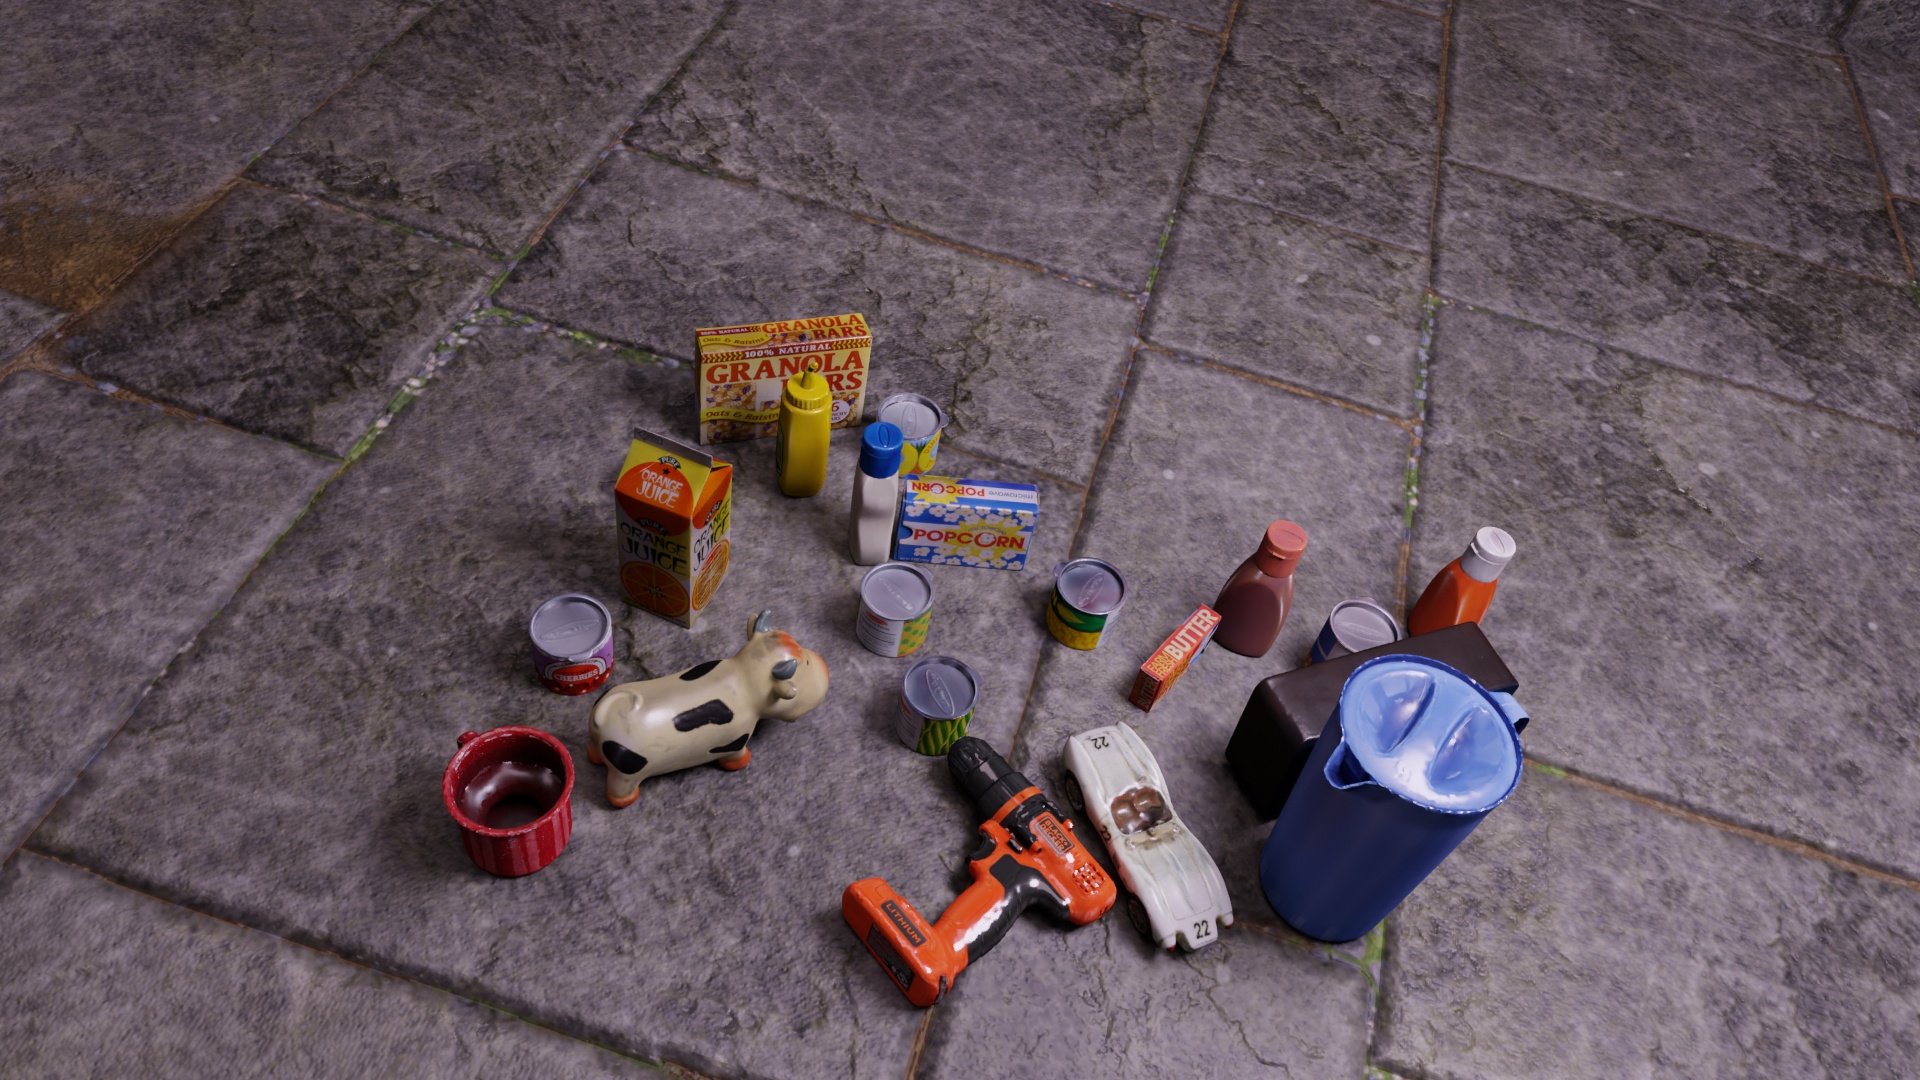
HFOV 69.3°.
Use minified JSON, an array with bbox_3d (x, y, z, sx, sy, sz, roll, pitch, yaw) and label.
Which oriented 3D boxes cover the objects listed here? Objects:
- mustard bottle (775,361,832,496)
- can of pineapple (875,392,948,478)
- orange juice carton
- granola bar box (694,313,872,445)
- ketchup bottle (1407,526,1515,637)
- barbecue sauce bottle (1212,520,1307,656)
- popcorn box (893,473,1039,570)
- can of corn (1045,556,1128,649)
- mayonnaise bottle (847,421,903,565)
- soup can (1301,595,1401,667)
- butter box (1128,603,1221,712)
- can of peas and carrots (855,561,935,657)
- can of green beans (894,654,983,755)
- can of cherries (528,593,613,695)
[{"bbox_3d":[-0.147,-0.111,1.306,0.049,0.159,0.065,-2,50,-13],"label":"mustard bottle"},{"bbox_3d":[-0.052,-0.104,1.387,0.071,0.057,0.071,6,49,-6],"label":"can of pineapple"},{"bbox_3d":[-0.244,-0.018,1.185,0.072,0.191,0.073,22,49,8],"label":"orange juice carton"},{"bbox_3d":[-0.177,-0.159,1.366,0.166,0.123,0.039,-9,52,-18],"label":"granola bar box"},{"bbox_3d":[0.467,0.048,1.295,0.043,0.148,0.065,-2,50,-13],"label":"ketchup bottle"},{"bbox_3d":[0.274,0.043,1.262,0.065,0.147,0.044,25,49,11],"label":"barbecue sauce bottle"},{"bbox_3d":[0.005,-0.016,1.303,0.127,0.084,0.038,5,49,-7],"label":"popcorn box"},{"bbox_3d":[0.113,0.057,1.278,0.071,0.058,0.071,6,49,-6],"label":"can of corn"},{"bbox_3d":[-0.077,-0.044,1.270,0.041,0.147,0.065,0,50,-11],"label":"mayonnaise bottle"},{"bbox_3d":[0.356,0.102,1.269,0.071,0.083,0.072,6,49,-6],"label":"soup can"},{"bbox_3d":[0.194,0.106,1.255,0.024,0.052,0.104,36,52,19],"label":"butter box"},{"bbox_3d":[-0.057,0.061,1.242,0.071,0.058,0.071,6,49,-6],"label":"can of peas and carrots"},{"bbox_3d":[-0.021,0.141,1.180,0.071,0.057,0.071,6,49,-6],"label":"can of green beans"},{"bbox_3d":[-0.325,0.090,1.164,0.071,0.058,0.072,6,49,-6],"label":"can of cherries"}]
